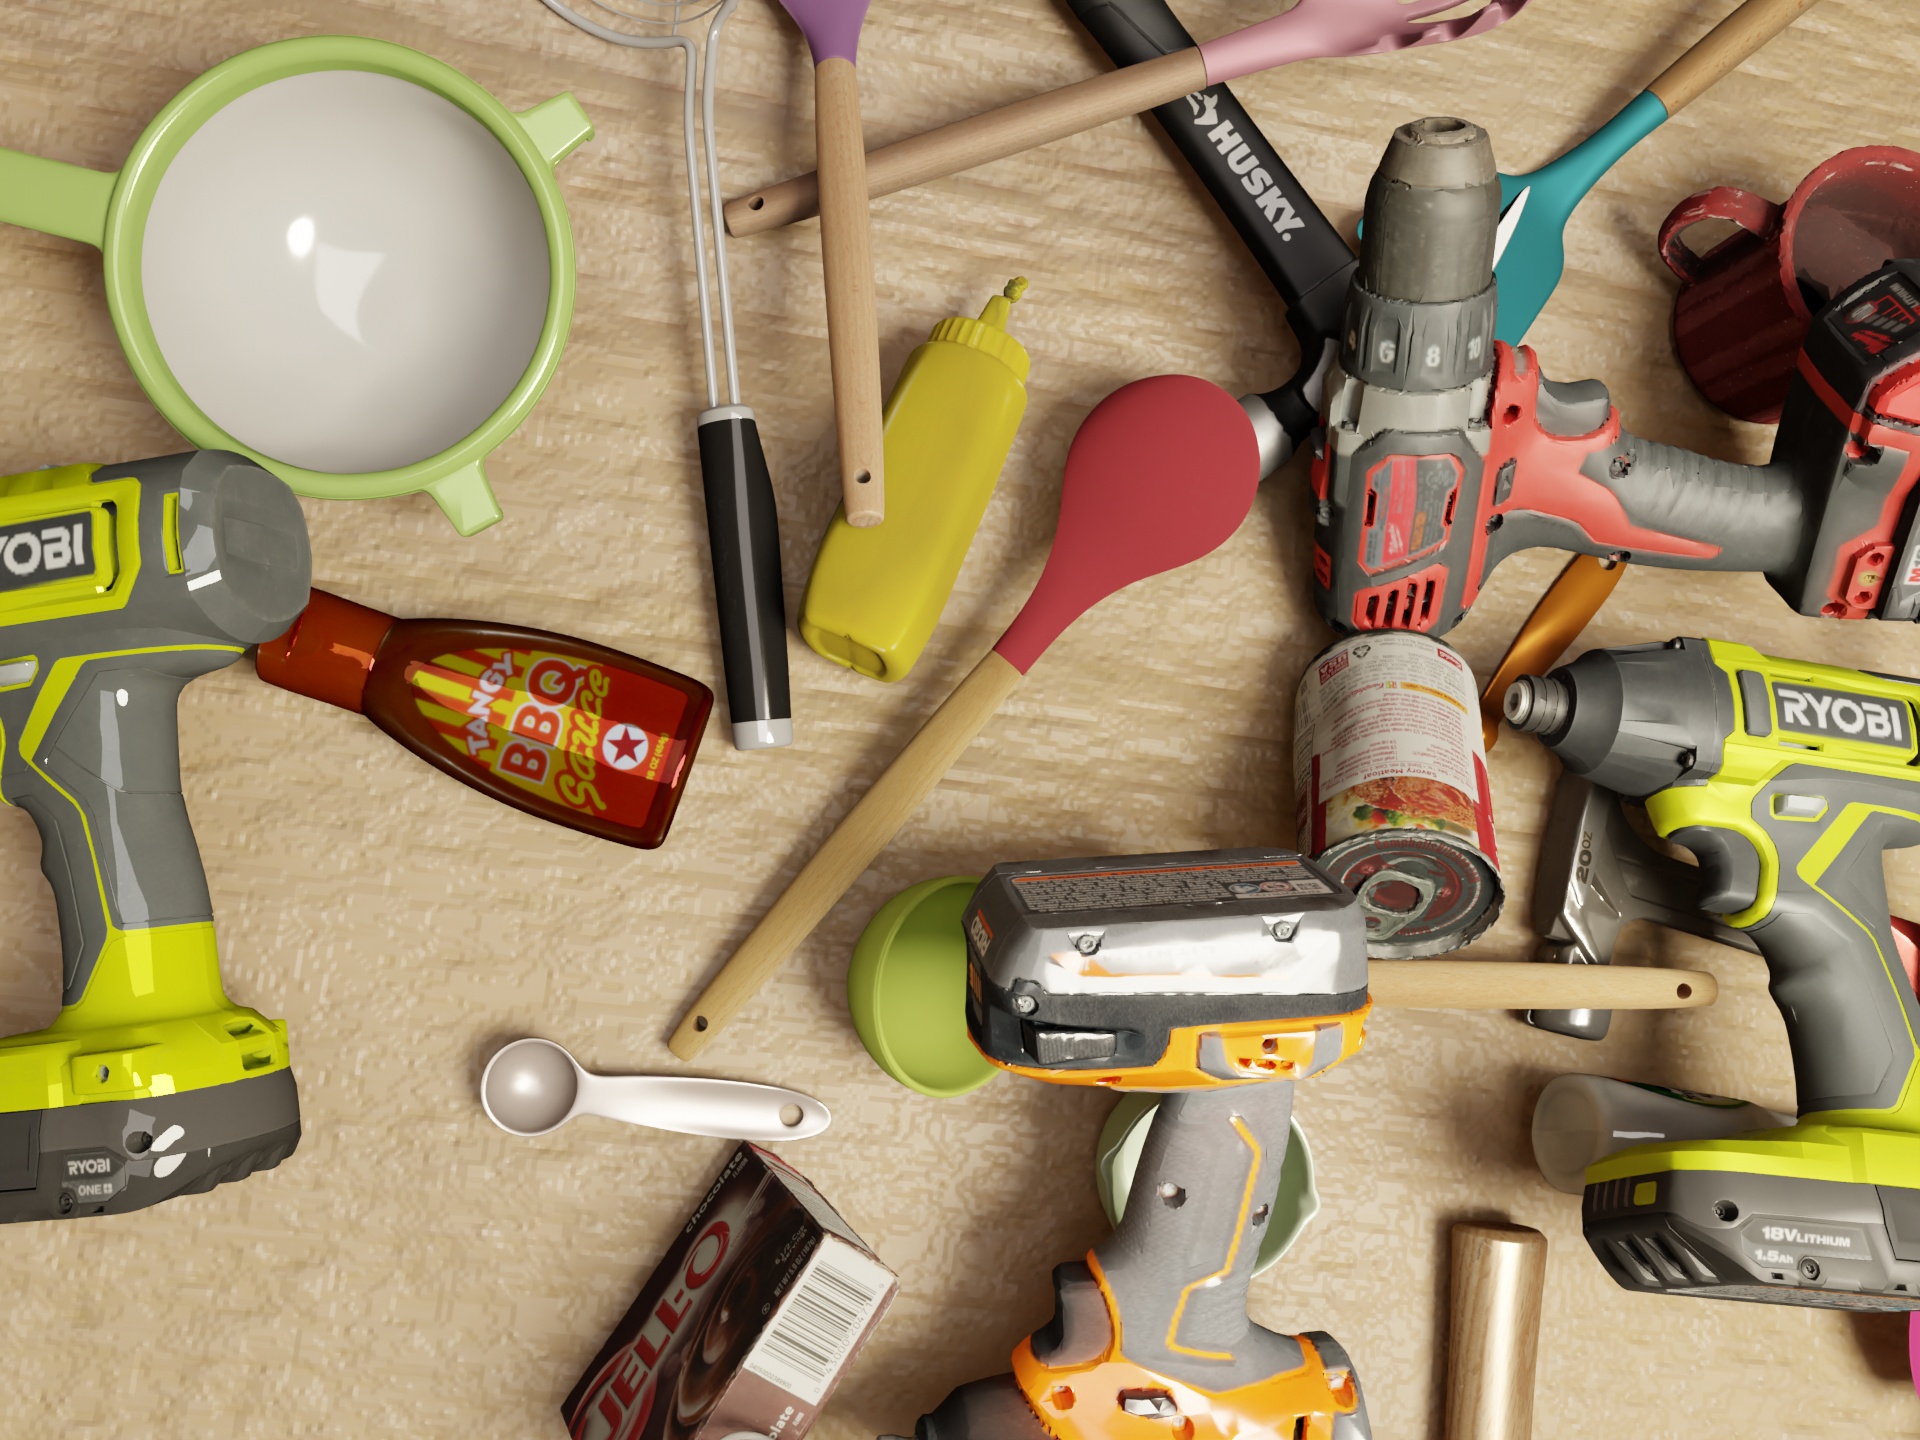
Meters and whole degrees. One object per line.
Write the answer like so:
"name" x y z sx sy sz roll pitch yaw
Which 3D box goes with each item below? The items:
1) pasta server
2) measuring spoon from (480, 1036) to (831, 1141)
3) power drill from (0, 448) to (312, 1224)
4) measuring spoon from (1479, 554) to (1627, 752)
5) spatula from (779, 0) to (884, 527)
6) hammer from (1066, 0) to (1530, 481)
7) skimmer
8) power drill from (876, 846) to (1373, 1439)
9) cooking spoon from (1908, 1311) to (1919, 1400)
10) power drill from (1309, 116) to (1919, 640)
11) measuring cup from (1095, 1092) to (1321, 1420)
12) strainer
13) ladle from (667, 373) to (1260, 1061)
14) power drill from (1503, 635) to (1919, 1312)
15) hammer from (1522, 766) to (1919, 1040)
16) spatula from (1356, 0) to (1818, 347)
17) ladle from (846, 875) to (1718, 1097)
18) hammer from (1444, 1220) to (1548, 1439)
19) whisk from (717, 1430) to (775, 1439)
"pasta server" 0.062 -0.235 0.581 0.316 0.040 0.060 -17 77 5
"measuring spoon" -0.107 0.135 0.568 0.124 0.018 0.034 11 88 -15
"power drill" -0.299 0.035 0.504 0.190 0.080 0.228 -7 85 11
"measuring spoon" 0.235 -0.033 0.637 0.021 0.011 0.117 41 80 -3
"spatula" -0.047 -0.216 0.579 0.060 0.018 0.316 -5 72 -2
"hammer" 0.076 -0.267 0.616 0.146 0.035 0.335 -35 88 2
"skimmer" -0.111 -0.168 0.556 0.090 0.127 0.363 -7 91 -49
"power drill" 0.050 0.162 0.511 0.164 0.084 0.226 -3 102 -8
"cooking spoon" 0.385 0.109 0.603 0.068 0.017 0.319 -1 94 -21
"power drill" 0.238 -0.115 0.552 0.226 0.080 0.187 0 127 6
"measuring cup" 0.075 0.206 0.580 0.083 0.038 0.167 14 94 -9
"strainer" -0.256 -0.161 0.545 0.256 0.069 0.151 13 91 -4
"ladle" -0.001 -0.002 0.575 0.069 0.031 0.315 40 88 5
"power drill" 0.275 0.081 0.550 0.171 0.080 0.223 8 67 -8
"hammer" 0.404 0.096 0.639 0.359 0.036 0.149 17 82 -6
"spatula" 0.302 -0.265 0.633 0.317 0.044 0.082 -40 88 6
"ladle" 0.120 0.096 0.568 0.320 0.062 0.078 2 92 -3
"hammer" 0.185 0.354 0.581 0.130 0.031 0.331 7 83 -9
"whisk" -0.002 0.285 0.502 0.058 0.059 0.246 -31 127 21
